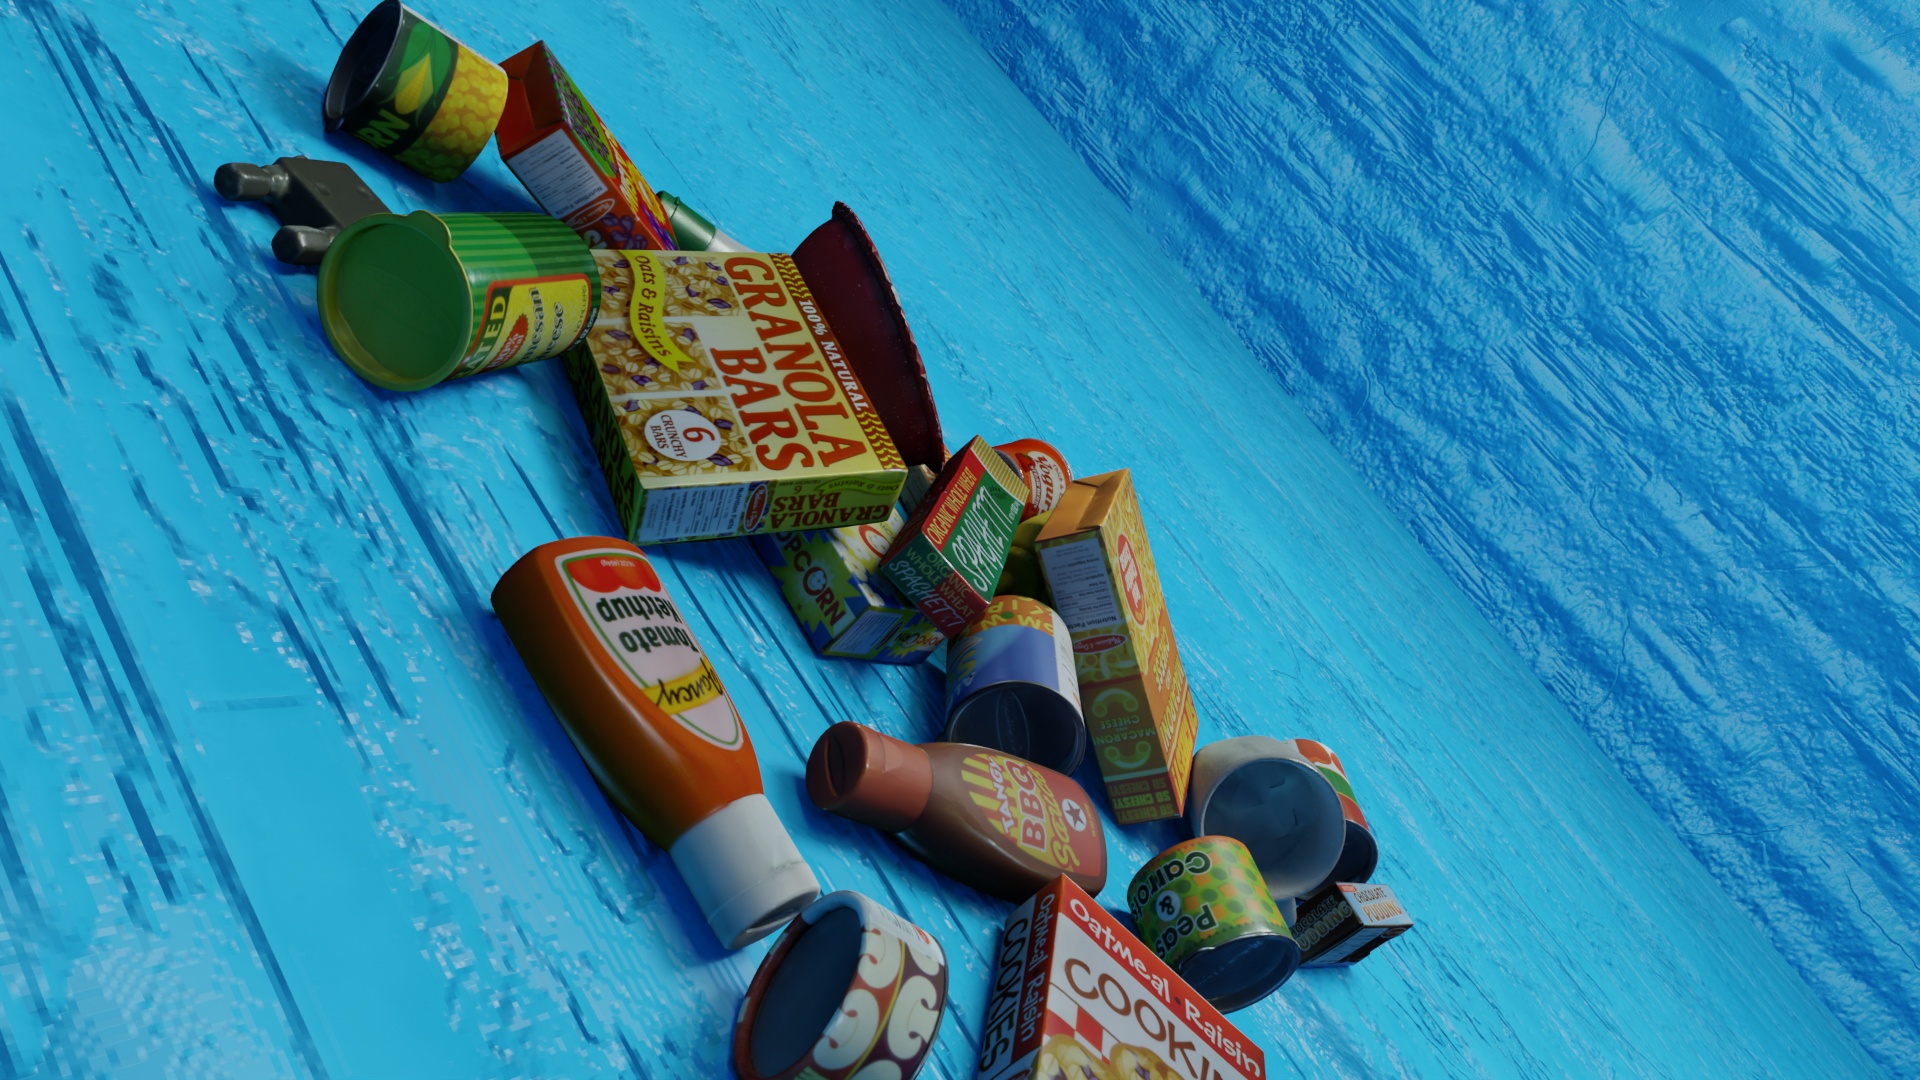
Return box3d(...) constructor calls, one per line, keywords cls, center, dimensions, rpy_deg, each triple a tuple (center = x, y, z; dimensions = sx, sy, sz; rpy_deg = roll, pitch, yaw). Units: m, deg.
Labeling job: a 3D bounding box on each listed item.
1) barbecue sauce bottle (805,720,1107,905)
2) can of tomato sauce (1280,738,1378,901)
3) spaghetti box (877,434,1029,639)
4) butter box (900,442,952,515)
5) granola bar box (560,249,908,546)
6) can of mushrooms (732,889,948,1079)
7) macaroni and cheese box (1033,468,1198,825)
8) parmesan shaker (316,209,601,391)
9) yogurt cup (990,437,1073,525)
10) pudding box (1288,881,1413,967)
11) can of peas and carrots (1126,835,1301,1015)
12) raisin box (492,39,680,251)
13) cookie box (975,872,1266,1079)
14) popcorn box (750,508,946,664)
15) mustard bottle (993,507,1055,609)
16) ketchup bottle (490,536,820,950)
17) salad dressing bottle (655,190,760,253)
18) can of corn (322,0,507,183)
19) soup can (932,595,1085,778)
box3d(cls="barbecue sauce bottle", center=(0.000, 0.114, 0.589), dimensions=(0.148, 0.043, 0.065), rpy_deg=(28, 35, -40))
box3d(cls="can of tomato sauce", center=(0.221, 0.177, 0.879), dimensions=(0.071, 0.071, 0.083), rpy_deg=(39, 20, -19))
box3d(cls="spaghetti box", center=(0.003, -0.009, 0.749), dimensions=(0.050, 0.028, 0.251), rpy_deg=(47, 15, -6))
box3d(cls="butter box", center=(-0.015, -0.030, 0.862), dimensions=(0.053, 0.024, 0.104), rpy_deg=(23, 30, -48))
box3d(cls="granola bar box", center=(-0.114, -0.072, 0.651), dimensions=(0.124, 0.038, 0.166), rpy_deg=(-6, 48, -29))
box3d(cls="can of mushrooms", center=(-0.038, 0.145, 0.424), dimensions=(0.033, 0.071, 0.071), rpy_deg=(38, 21, -23))
box3d(cls="macaroni and cheese box", center=(0.091, 0.056, 0.780), dimensions=(0.124, 0.040, 0.166), rpy_deg=(-51, 126, -68))
box3d(cls="parmesan shaker", center=(-0.198, -0.102, 0.566), dimensions=(0.071, 0.071, 0.103), rpy_deg=(46, 20, 0))
box3d(cls="yogurt cup", center=(0.033, -0.034, 0.911), dimensions=(0.054, 0.072, 0.072), rpy_deg=(-5, 53, -56))
box3d(cls="pudding box", center=(0.226, 0.227, 0.817), dimensions=(0.083, 0.049, 0.030), rpy_deg=(20, 35, -50))
box3d(cls="can of peas and carrots", center=(0.117, 0.183, 0.660), dimensions=(0.071, 0.070, 0.059), rpy_deg=(31, 24, -37))
box3d(cls="raisin box", center=(-0.192, -0.184, 0.722), dimensions=(0.123, 0.040, 0.086), rpy_deg=(56, 6, -50))
box3d(cls="cookie box", center=(0.062, 0.220, 0.518), dimensions=(0.123, 0.040, 0.168), rpy_deg=(43, 21, -9))
box3d(cls="popcorn box", center=(-0.062, -0.001, 0.692), dimensions=(0.085, 0.038, 0.127), rpy_deg=(14, 37, -58))
box3d(cls="mustard bottle", center=(0.046, 0.019, 0.836), dimensions=(0.049, 0.065, 0.161), rpy_deg=(26, 18, 20))
box3d(cls="ketchup bottle", center=(-0.102, 0.067, 0.476), dimensions=(0.149, 0.043, 0.065), rpy_deg=(54, 21, 19))
box3d(cls="salad dressing bottle", center=(-0.130, -0.154, 0.845), dimensions=(0.147, 0.044, 0.064), rpy_deg=(35, 24, -27))
box3d(cls="can of corn", center=(-0.260, -0.211, 0.663), dimensions=(0.058, 0.071, 0.071), rpy_deg=(27, 27, -44))
box3d(cls="soup can", center=(0.022, 0.075, 0.682), dimensions=(0.071, 0.071, 0.084), rpy_deg=(40, 20, -18))
